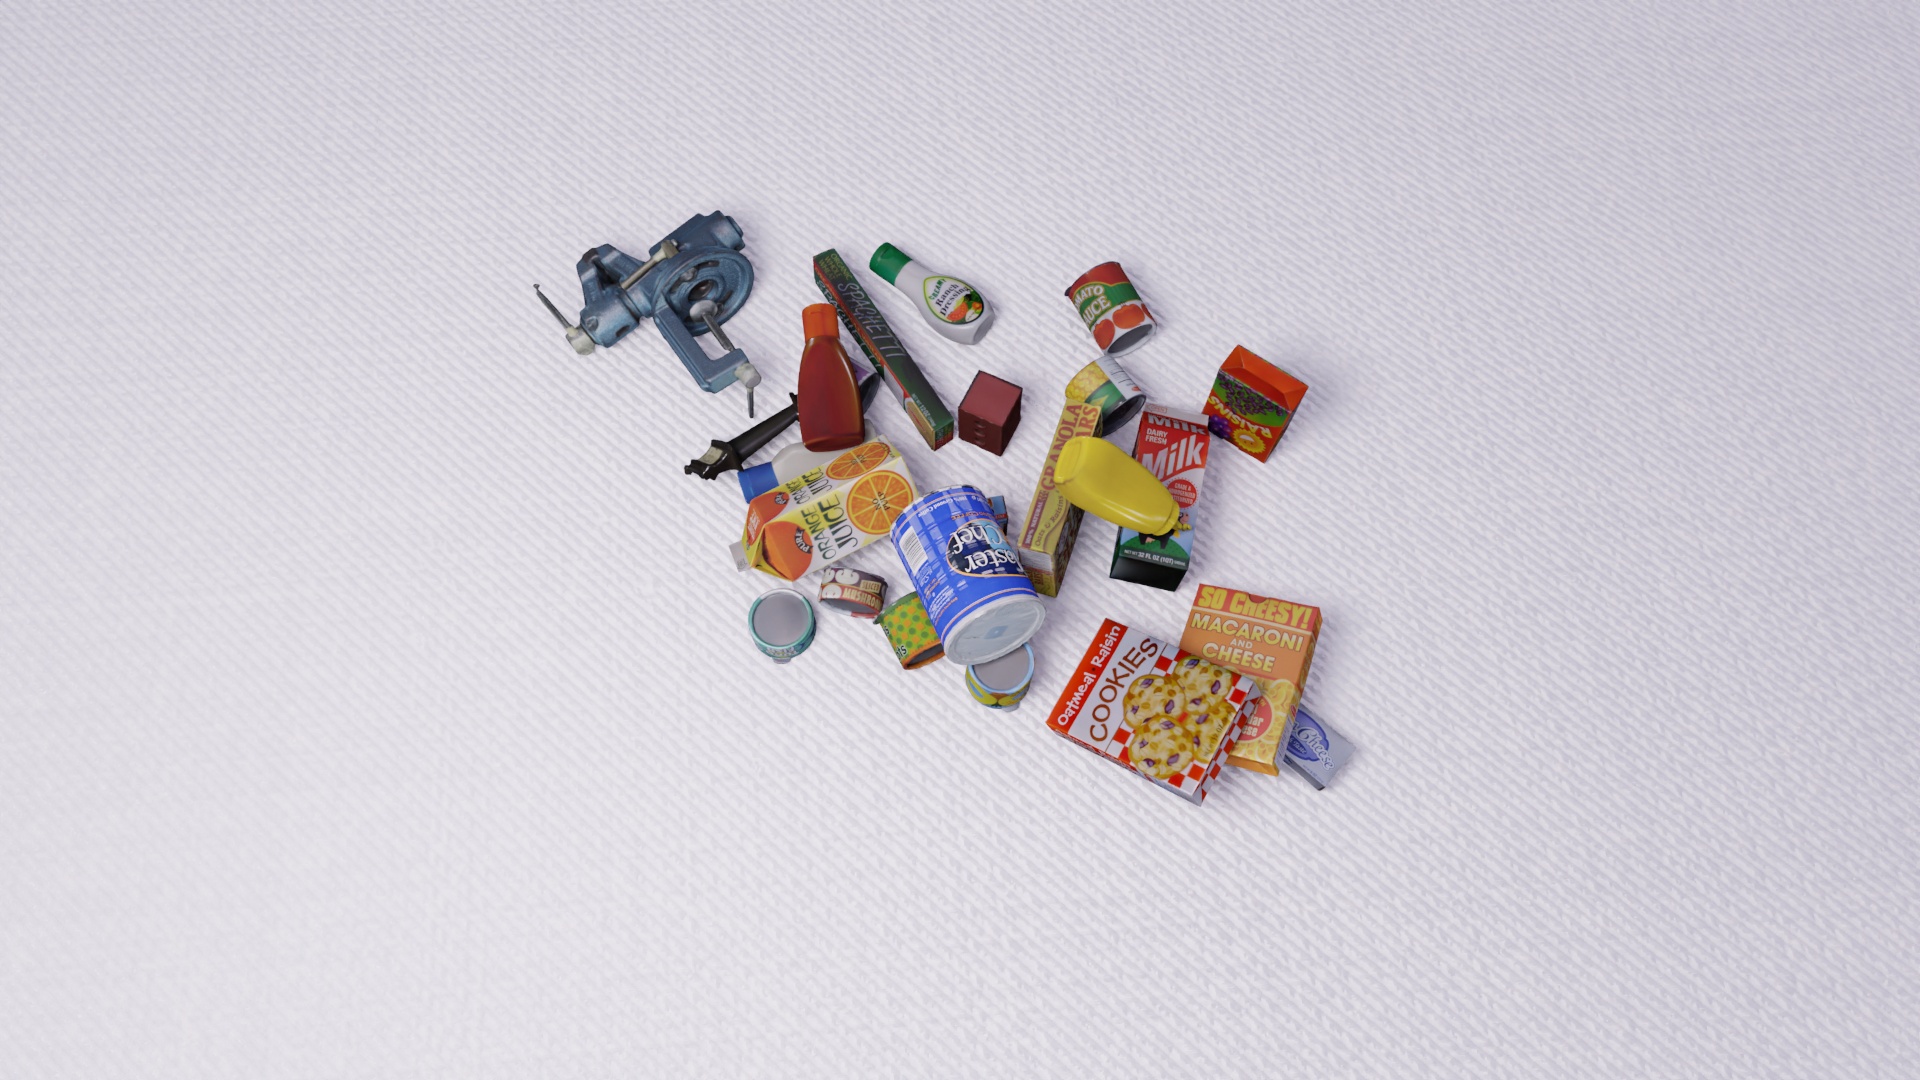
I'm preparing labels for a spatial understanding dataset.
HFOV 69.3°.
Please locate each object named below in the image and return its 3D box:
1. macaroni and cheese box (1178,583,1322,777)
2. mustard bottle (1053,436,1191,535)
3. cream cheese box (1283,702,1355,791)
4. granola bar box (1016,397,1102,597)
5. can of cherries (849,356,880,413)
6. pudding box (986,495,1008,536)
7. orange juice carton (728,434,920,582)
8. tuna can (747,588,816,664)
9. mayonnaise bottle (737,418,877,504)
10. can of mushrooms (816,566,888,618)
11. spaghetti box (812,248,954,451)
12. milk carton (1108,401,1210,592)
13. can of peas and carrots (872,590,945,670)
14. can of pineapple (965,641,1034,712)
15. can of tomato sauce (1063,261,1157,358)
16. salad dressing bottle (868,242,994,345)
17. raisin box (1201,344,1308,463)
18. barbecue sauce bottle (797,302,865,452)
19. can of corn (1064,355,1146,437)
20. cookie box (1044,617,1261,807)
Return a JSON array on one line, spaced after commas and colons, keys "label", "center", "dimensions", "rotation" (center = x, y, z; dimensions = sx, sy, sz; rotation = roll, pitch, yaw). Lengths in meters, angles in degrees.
[{"label": "macaroni and cheese box", "center": [0.270, 0.132, 1.349], "dimensions": [0.124, 0.040, 0.167], "rotation": [12, 68, 26]}, {"label": "mustard bottle", "center": [0.161, -0.042, 1.329], "dimensions": [0.160, 0.048, 0.065], "rotation": [30, 70, -29]}, {"label": "cream cheese box", "center": [0.328, 0.190, 1.358], "dimensions": [0.104, 0.024, 0.053], "rotation": [40, 72, 13]}, {"label": "granola bar box", "center": [0.102, -0.040, 1.387], "dimensions": [0.039, 0.123, 0.166], "rotation": [15, 70, 11]}, {"label": "can of cherries", "center": [-0.128, -0.160, 1.459], "dimensions": [0.058, 0.071, 0.072], "rotation": [32, 72, 10]}, {"label": "pudding box", "center": [0.005, -0.018, 1.417], "dimensions": [0.084, 0.049, 0.030], "rotation": [-10, 68, -5]}, {"label": "orange juice carton", "center": [-0.140, -0.024, 1.387], "dimensions": [0.193, 0.072, 0.072], "rotation": [-27, 29, -8]}, {"label": "tuna can", "center": [-0.178, 0.085, 1.383], "dimensions": [0.071, 0.032, 0.071], "rotation": [0, 69, -1]}, {"label": "mayonnaise bottle", "center": [-0.154, -0.077, 1.433], "dimensions": [0.148, 0.041, 0.064], "rotation": [-18, 113, -5]}, {"label": "can of mushrooms", "center": [-0.106, 0.052, 1.377], "dimensions": [0.071, 0.071, 0.033], "rotation": [12, 71, 3]}, {"label": "spaghetti box", "center": [-0.084, -0.207, 1.488], "dimensions": [0.029, 0.050, 0.250], "rotation": [-30, 72, -14]}, {"label": "milk carton", "center": [0.207, -0.052, 1.422], "dimensions": [0.072, 0.073, 0.191], "rotation": [13, 69, 2]}, {"label": "can of peas and carrots", "center": [-0.042, 0.088, 1.367], "dimensions": [0.071, 0.070, 0.059], "rotation": [-26, 73, -11]}, {"label": "can of pineapple", "center": [0.040, 0.127, 1.358], "dimensions": [0.071, 0.057, 0.071], "rotation": [1, 69, -1]}, {"label": "can of tomato sauce", "center": [0.163, -0.248, 1.500], "dimensions": [0.071, 0.071, 0.083], "rotation": [-25, 72, -10]}, {"label": "salad dressing bottle", "center": [-0.033, -0.271, 1.517], "dimensions": [0.148, 0.044, 0.064], "rotation": [36, 74, 12]}, {"label": "raisin box", "center": [0.299, -0.138, 1.431], "dimensions": [0.086, 0.123, 0.040], "rotation": [33, 72, 11]}, {"label": "barbecue sauce bottle", "center": [-0.135, -0.166, 1.405], "dimensions": [0.065, 0.043, 0.149], "rotation": [-9, 74, 5]}, {"label": "can of corn", "center": [0.150, -0.151, 1.464], "dimensions": [0.071, 0.071, 0.058], "rotation": [-33, 73, -13]}, {"label": "cookie box", "center": [0.182, 0.160, 1.321], "dimensions": [0.167, 0.040, 0.123], "rotation": [23, 73, 33]}]
